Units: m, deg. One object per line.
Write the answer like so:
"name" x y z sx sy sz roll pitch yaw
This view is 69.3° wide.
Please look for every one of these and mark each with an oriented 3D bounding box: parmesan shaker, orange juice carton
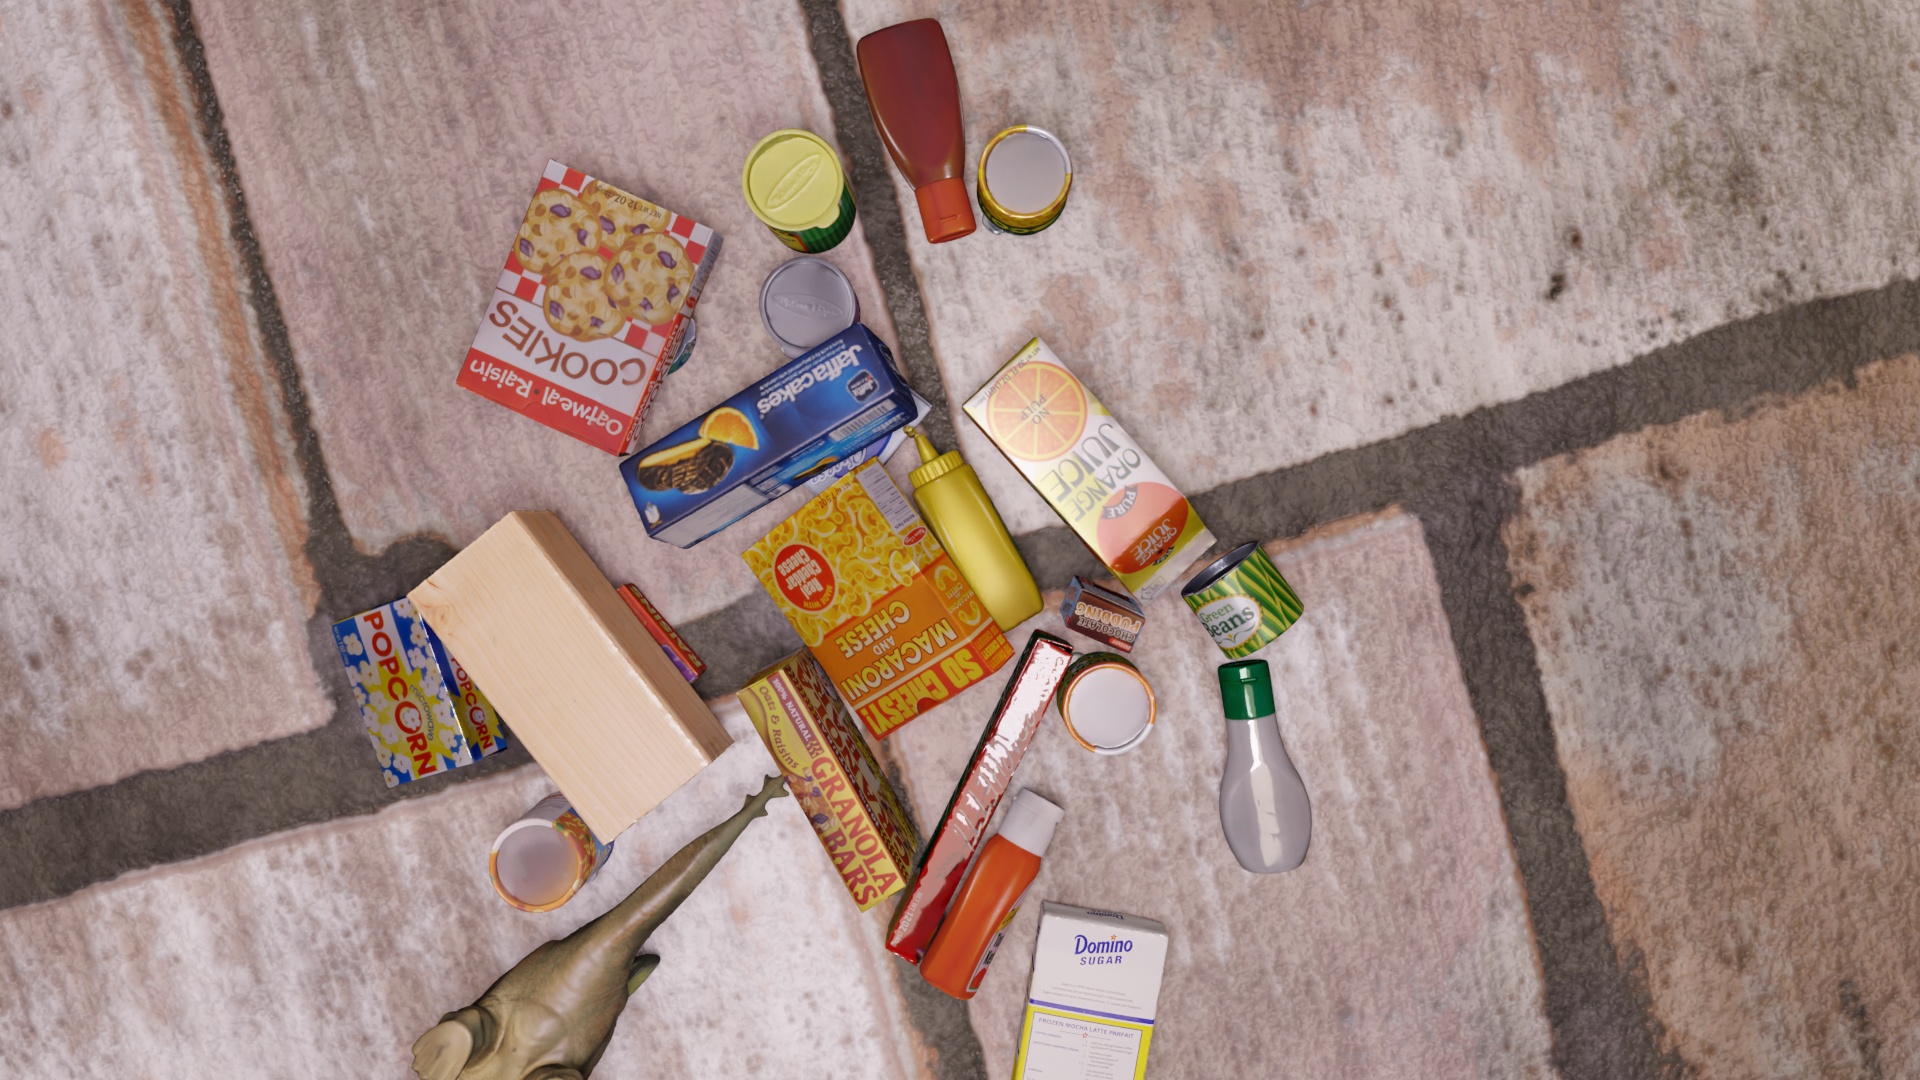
"parmesan shaker" -0.106 -0.234 0.950 0.071 0.103 0.071 0 92 1
"orange juice carton" 0.090 -0.047 0.971 0.072 0.073 0.192 -43 92 2

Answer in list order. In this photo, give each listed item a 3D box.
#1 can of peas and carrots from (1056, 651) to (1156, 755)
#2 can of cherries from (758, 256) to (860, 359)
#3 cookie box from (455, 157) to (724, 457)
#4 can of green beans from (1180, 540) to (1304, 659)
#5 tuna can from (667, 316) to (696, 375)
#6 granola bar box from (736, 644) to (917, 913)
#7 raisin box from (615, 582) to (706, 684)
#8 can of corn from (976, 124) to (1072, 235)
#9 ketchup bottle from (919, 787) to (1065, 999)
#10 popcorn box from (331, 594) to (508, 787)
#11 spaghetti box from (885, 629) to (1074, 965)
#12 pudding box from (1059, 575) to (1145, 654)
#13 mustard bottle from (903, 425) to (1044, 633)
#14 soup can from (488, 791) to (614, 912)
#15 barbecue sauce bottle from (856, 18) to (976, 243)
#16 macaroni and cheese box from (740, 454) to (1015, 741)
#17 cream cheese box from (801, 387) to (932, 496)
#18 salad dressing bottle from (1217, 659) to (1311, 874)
"can of peas and carrots" 0.101 0.113 0.983 0.071 0.059 0.071 0 92 0
"can of cherries" -0.106 -0.160 0.975 0.071 0.058 0.071 0 93 -1
"cookie box" -0.253 -0.157 0.950 0.123 0.040 0.167 24 92 1
"can of green beans" 0.198 0.042 0.977 0.071 0.071 0.058 -36 92 2
"tuna can" -0.221 -0.149 0.988 0.071 0.033 0.071 0 92 0
"granola bar box" -0.087 0.157 0.953 0.039 0.124 0.165 -29 92 3
"raisin box" -0.257 0.102 0.994 0.123 0.040 0.086 -40 91 1
"can of corn" 0.043 -0.249 0.971 0.071 0.058 0.071 0 92 0
"ketchup bottle" 0.024 0.249 0.989 0.043 0.064 0.149 27 83 12
"popcorn box" -0.383 0.103 0.982 0.085 0.038 0.126 -18 92 23
"spaghetti box" 0.013 0.180 0.991 0.029 0.050 0.250 26 92 -2
"pudding box" 0.099 0.051 0.969 0.050 0.084 0.030 23 95 -1
"mustard bottle" 0.003 -0.012 0.975 0.049 0.065 0.160 -29 92 -5
"soup can" -0.285 0.220 0.976 0.071 0.084 0.071 0 93 0
"barbecue sauce bottle" -0.025 -0.286 0.978 0.065 0.044 0.148 -15 93 1
"macaroni and cheese box" -0.059 0.043 0.962 0.123 0.040 0.166 -34 92 35
"cream cheese box" -0.073 -0.073 0.995 0.053 0.024 0.104 40 92 -2
"salad dressing bottle" 0.213 0.160 0.993 0.064 0.044 0.147 -8 91 3
